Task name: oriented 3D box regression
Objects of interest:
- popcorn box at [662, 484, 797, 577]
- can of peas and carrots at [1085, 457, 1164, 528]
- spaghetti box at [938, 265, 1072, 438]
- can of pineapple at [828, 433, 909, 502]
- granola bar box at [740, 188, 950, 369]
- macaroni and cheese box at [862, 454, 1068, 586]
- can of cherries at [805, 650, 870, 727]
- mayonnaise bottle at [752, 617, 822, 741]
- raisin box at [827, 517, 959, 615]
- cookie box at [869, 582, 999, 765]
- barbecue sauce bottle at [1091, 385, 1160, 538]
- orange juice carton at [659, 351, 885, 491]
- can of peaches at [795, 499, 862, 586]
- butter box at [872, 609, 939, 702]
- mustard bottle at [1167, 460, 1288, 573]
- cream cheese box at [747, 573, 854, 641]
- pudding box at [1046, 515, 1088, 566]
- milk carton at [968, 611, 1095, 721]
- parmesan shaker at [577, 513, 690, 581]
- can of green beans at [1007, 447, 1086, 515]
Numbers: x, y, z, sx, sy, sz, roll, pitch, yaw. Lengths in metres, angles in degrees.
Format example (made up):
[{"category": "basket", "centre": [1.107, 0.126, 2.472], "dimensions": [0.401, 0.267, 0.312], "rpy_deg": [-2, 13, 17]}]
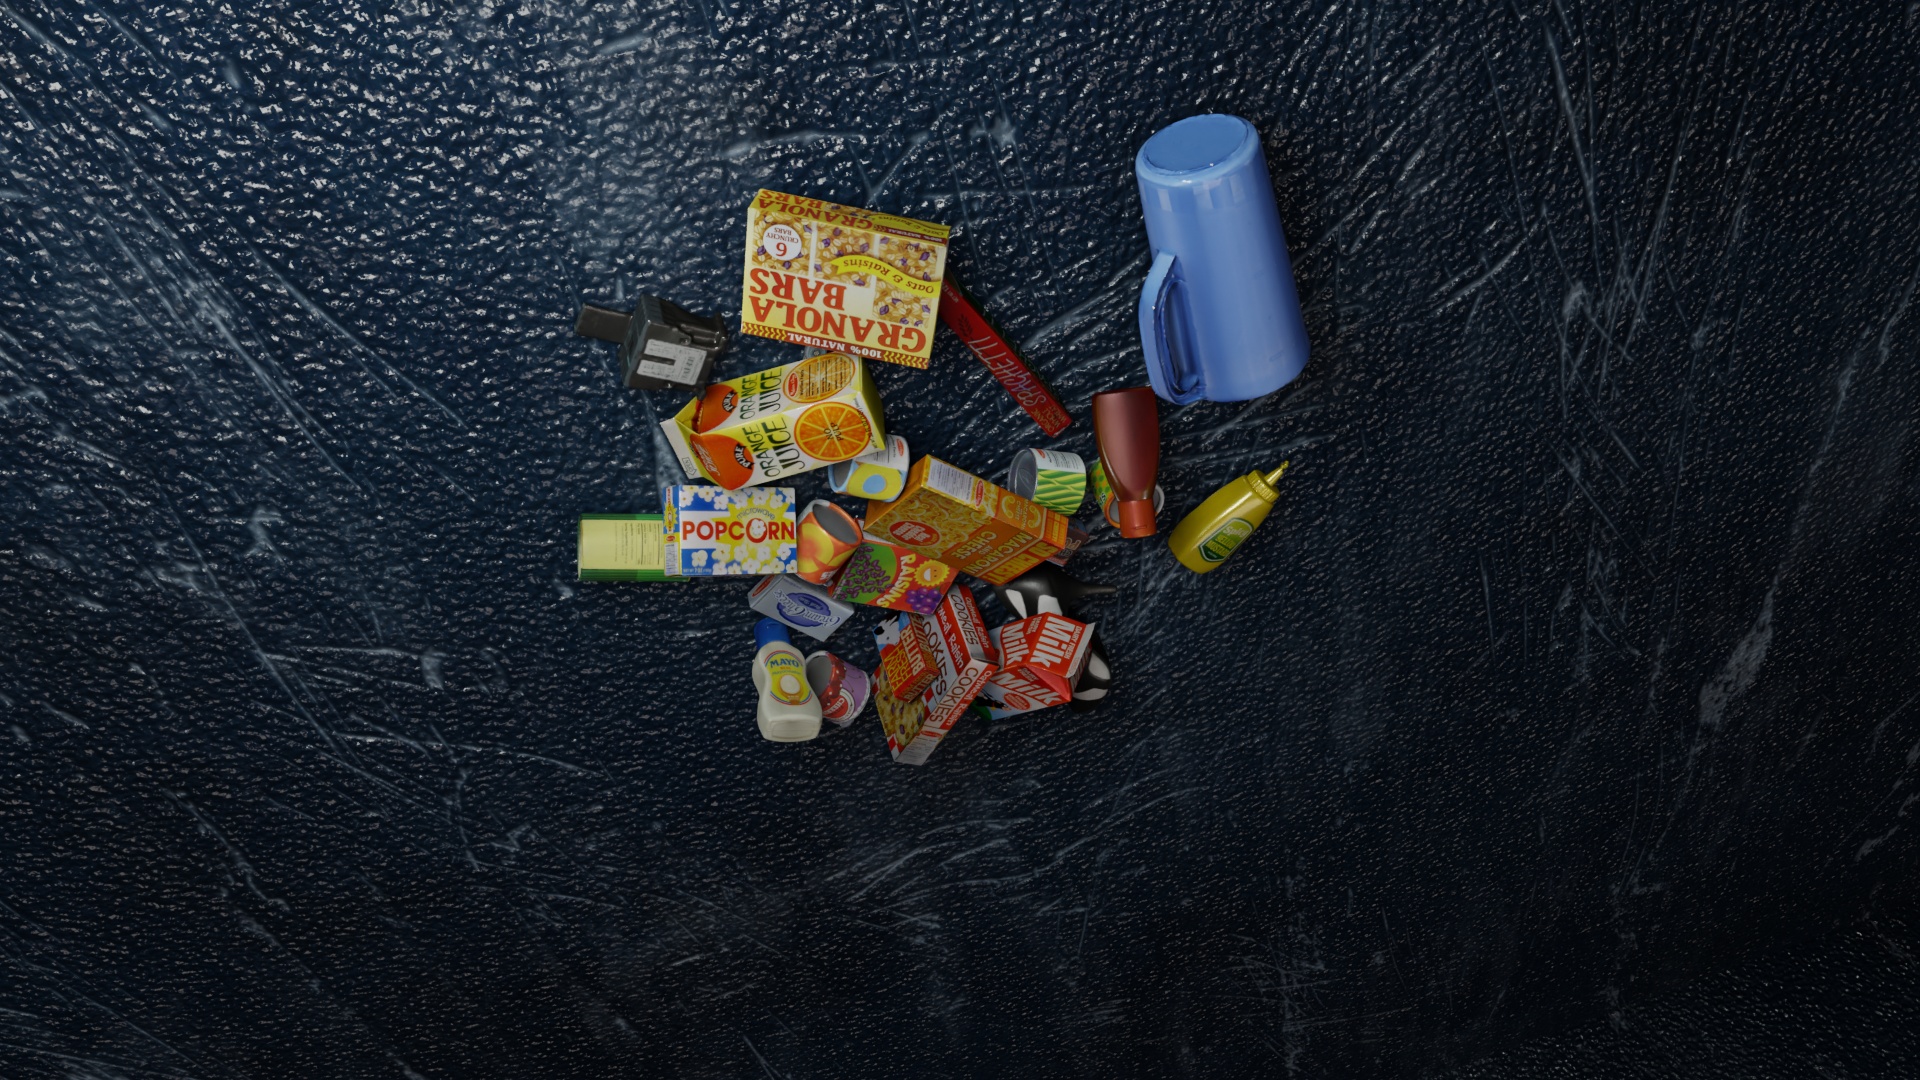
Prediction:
[{"category": "popcorn box", "centre": [-0.218, -0.009, 1.319], "dimensions": [0.127, 0.085, 0.038], "rpy_deg": [0, 176, -38]}, {"category": "can of peas and carrots", "centre": [0.171, -0.053, 1.457], "dimensions": [0.071, 0.059, 0.070], "rpy_deg": [-10, 133, -11]}, {"category": "spaghetti box", "centre": [0.027, -0.184, 1.291], "dimensions": [0.028, 0.050, 0.249], "rpy_deg": [-35, 133, 14]}, {"category": "can of pineapple", "centre": [-0.090, -0.072, 1.340], "dimensions": [0.058, 0.071, 0.070], "rpy_deg": [10, 127, -27]}, {"category": "granola bar box", "centre": [-0.098, -0.220, 1.179], "dimensions": [0.166, 0.039, 0.123], "rpy_deg": [12, 130, 1]}, {"category": "macaroni and cheese box", "centre": [0.005, -0.017, 1.390], "dimensions": [0.166, 0.040, 0.123], "rpy_deg": [23, 149, -24]}, {"category": "can of cherries", "centre": [-0.143, 0.164, 1.533], "dimensions": [0.071, 0.072, 0.058], "rpy_deg": [-40, 132, 17]}, {"category": "mayonnaise bottle", "centre": [-0.186, 0.142, 1.443], "dimensions": [0.065, 0.149, 0.041], "rpy_deg": [2, 130, -22]}, {"category": "raisin box", "centre": [-0.069, 0.028, 1.458], "dimensions": [0.123, 0.040, 0.085], "rpy_deg": [11, 125, -29]}, {"category": "cookie box", "centre": [-0.031, 0.144, 1.519], "dimensions": [0.040, 0.123, 0.166], "rpy_deg": [16, 123, -32]}, {"category": "barbecue sauce bottle", "centre": [0.170, -0.078, 1.390], "dimensions": [0.065, 0.044, 0.148], "rpy_deg": [-8, 96, -2]}, {"category": "orange juice carton", "centre": [-0.170, -0.106, 1.261], "dimensions": [0.193, 0.073, 0.071], "rpy_deg": [-14, 133, 8]}, {"category": "can of peaches", "centre": [-0.139, 0.002, 1.388], "dimensions": [0.071, 0.071, 0.058], "rpy_deg": [25, 118, -35]}, {"category": "butter box", "centre": [-0.059, 0.121, 1.501], "dimensions": [0.024, 0.104, 0.053], "rpy_deg": [29, 116, -38]}, {"category": "mustard bottle", "centre": [0.302, -0.032, 1.531], "dimensions": [0.065, 0.049, 0.159], "rpy_deg": [26, 119, -38]}, {"category": "cream cheese box", "centre": [-0.167, 0.066, 1.467], "dimensions": [0.103, 0.024, 0.053], "rpy_deg": [30, 116, -38]}, {"category": "pudding box", "centre": [0.090, -0.009, 1.488], "dimensions": [0.083, 0.030, 0.049], "rpy_deg": [23, 121, -34]}, {"category": "milk carton", "centre": [0.073, 0.136, 1.512], "dimensions": [0.073, 0.073, 0.190], "rpy_deg": [40, 144, -21]}, {"category": "parmesan shaker", "centre": [-0.313, 0.004, 1.332], "dimensions": [0.103, 0.071, 0.071], "rpy_deg": [1, 131, -19]}, {"category": "can of green beans", "centre": [0.088, -0.060, 1.416], "dimensions": [0.058, 0.071, 0.071], "rpy_deg": [5, 129, -24]}]
